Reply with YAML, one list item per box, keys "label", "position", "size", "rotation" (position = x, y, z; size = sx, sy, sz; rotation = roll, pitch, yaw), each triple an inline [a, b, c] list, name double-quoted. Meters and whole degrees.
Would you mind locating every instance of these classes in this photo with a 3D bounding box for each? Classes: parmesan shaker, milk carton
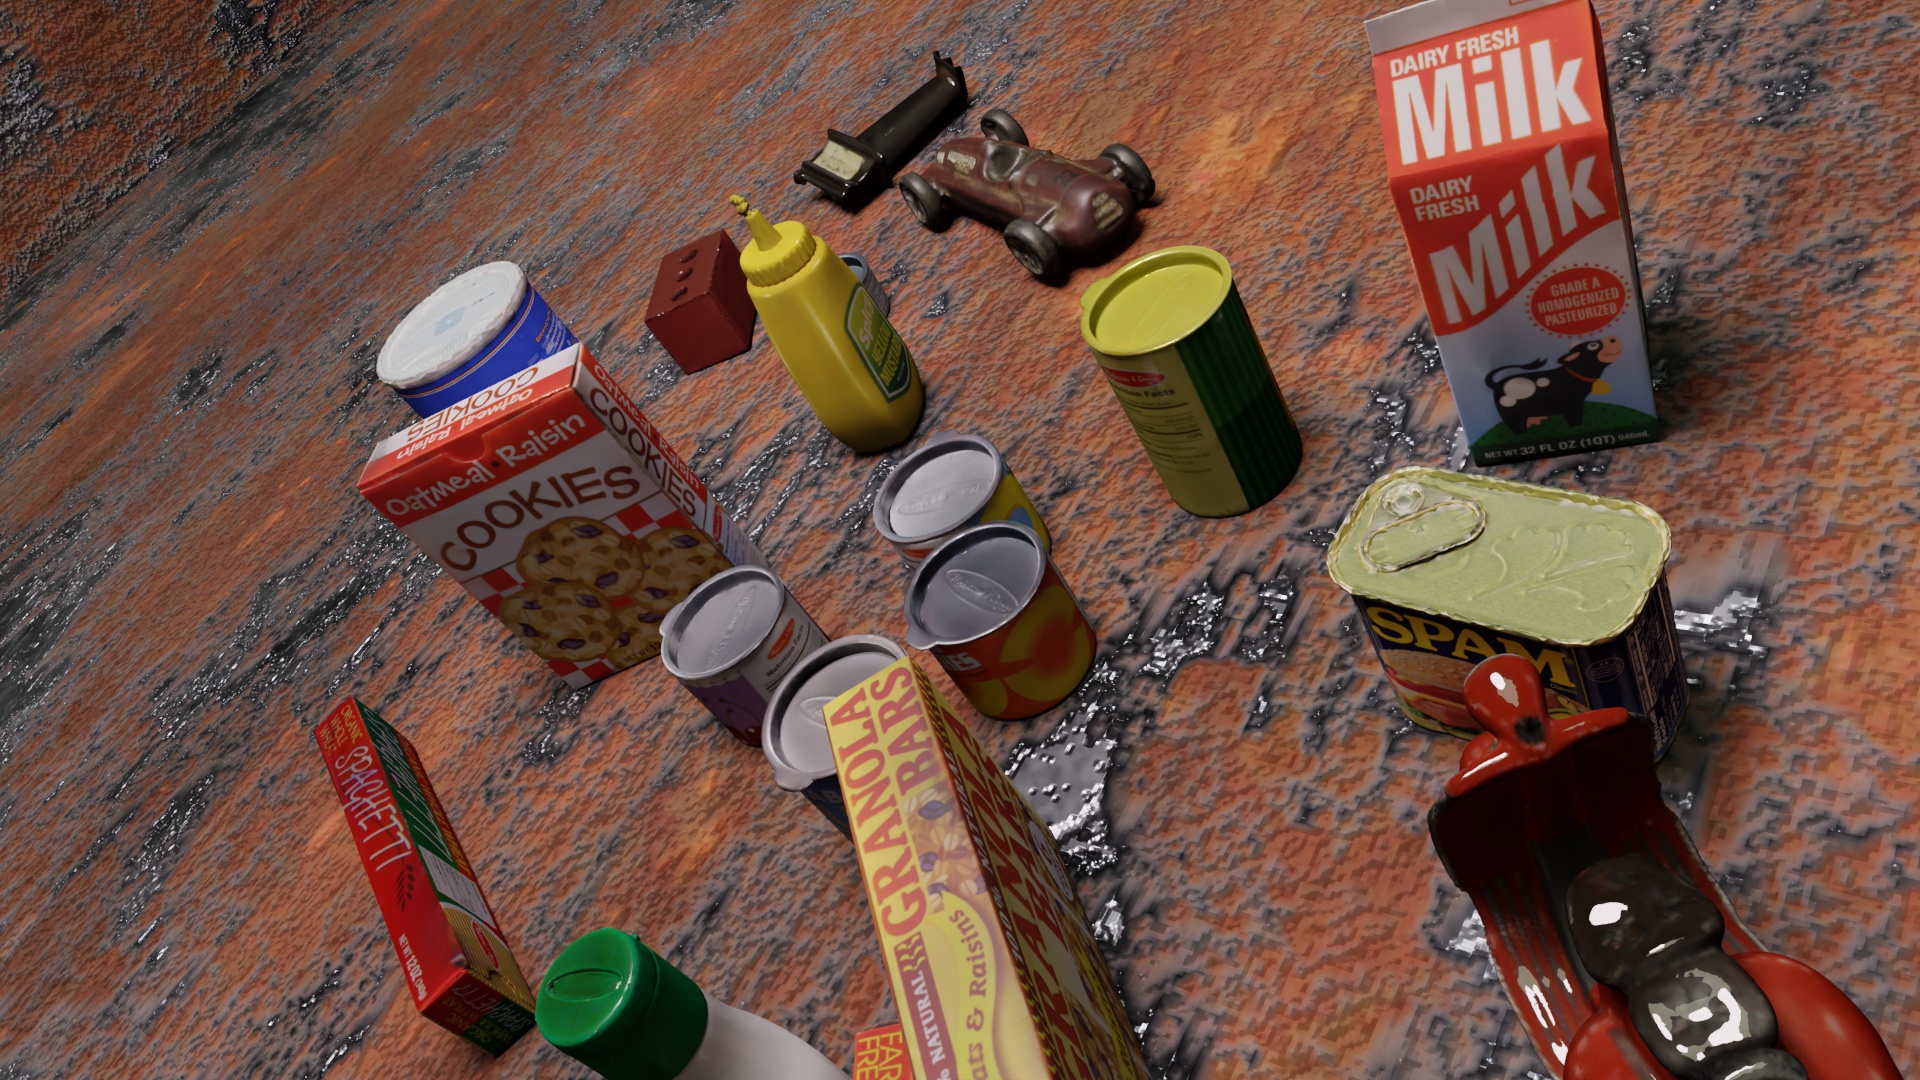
- label: "parmesan shaker"
  position: [0.101, -0.068, 0.608]
  size: [0.071, 0.102, 0.072]
  rotation: [-19, 41, 18]
- label: "milk carton"
  position: [0.209, -0.121, 0.517]
  size: [0.072, 0.190, 0.074]
  rotation: [-8, 46, 29]

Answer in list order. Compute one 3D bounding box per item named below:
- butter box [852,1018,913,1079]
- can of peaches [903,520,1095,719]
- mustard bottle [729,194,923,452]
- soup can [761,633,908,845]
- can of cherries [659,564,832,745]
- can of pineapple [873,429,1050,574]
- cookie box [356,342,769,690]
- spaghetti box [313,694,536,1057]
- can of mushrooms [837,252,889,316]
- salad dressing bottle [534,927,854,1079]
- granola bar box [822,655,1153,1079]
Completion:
- label: "butter box"
  position: [-0.014, 0.212, 0.442]
  size: [0.024, 0.053, 0.104]
  rotation: [-19, 41, 18]
- label: "can of peaches"
  position: [0.016, 0.036, 0.596]
  size: [0.071, 0.058, 0.071]
  rotation: [-19, 41, 18]
- label: "mustard bottle"
  position: [-0.074, -0.118, 0.736]
  size: [0.049, 0.159, 0.066]
  rotation: [-13, 44, 25]
- label: "soup can"
  position: [-0.031, 0.090, 0.554]
  size: [0.071, 0.083, 0.072]
  rotation: [-19, 41, 18]
- label: "can of cherries"
  position: [-0.099, 0.054, 0.659]
  size: [0.071, 0.058, 0.072]
  rotation: [-19, 41, 18]
- label: "can of pineapple"
  position: [0.002, -0.008, 0.651]
  size: [0.071, 0.057, 0.071]
  rotation: [-19, 41, 18]
- label: "cookie box"
  position: [-0.193, -0.006, 0.699]
  size: [0.123, 0.167, 0.040]
  rotation: [-23, 40, 14]
- label: "spaghetti box"
  position: [-0.268, 0.154, 0.681]
  size: [0.029, 0.050, 0.250]
  rotation: [-43, 40, -10]
- label: "can of mushrooms"
  position: [-0.082, -0.145, 0.869]
  size: [0.071, 0.033, 0.071]
  rotation: [-19, 41, 18]
- label: "salad dressing bottle"
  position: [-0.077, 0.175, 0.449]
  size: [0.064, 0.147, 0.044]
  rotation: [-11, 45, 27]
- label: "granola bar box"
  position: [0.014, 0.134, 0.445]
  size: [0.039, 0.123, 0.166]
  rotation: [-30, 39, 6]
